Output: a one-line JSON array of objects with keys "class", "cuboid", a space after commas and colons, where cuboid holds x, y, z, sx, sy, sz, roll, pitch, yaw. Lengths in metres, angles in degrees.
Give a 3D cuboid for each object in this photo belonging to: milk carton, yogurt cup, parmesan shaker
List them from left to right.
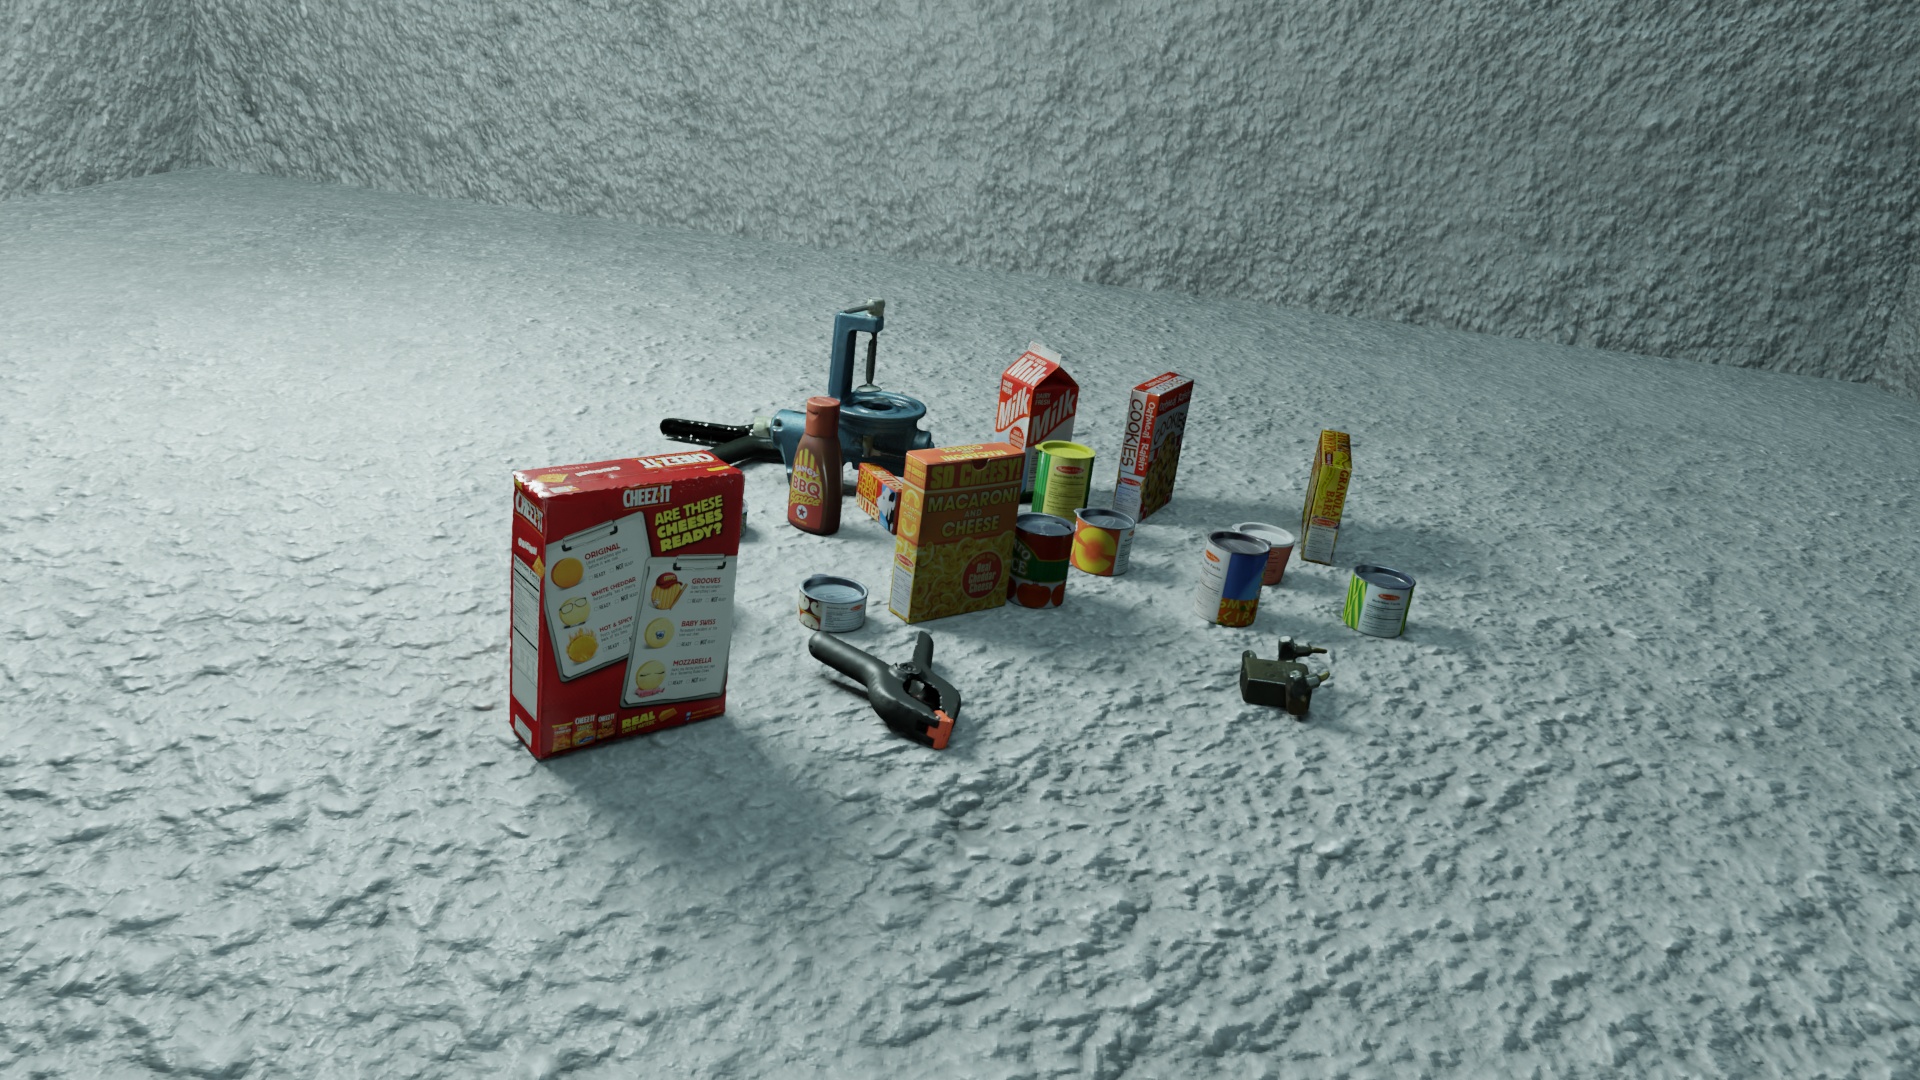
[{"class": "milk carton", "cuboid": [0.093, -0.149, 1.738, 0.073, 0.189, 0.072, -6, 24, -32]}, {"class": "parmesan shaker", "cuboid": [0.116, -0.059, 1.633, 0.071, 0.102, 0.071, 7, 20, -2]}, {"class": "yogurt cup", "cuboid": [0.343, 0.016, 1.583, 0.072, 0.053, 0.072, 7, 20, -2]}]

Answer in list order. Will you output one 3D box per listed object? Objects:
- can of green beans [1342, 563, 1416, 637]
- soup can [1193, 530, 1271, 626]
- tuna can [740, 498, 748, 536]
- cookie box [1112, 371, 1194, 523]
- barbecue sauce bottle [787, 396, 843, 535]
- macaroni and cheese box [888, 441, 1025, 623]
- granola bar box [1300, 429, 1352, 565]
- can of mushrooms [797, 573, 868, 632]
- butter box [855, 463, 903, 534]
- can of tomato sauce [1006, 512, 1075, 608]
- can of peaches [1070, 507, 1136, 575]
[{"class": "can of green beans", "cuboid": [0.448, 0.064, 1.486, 0.071, 0.057, 0.071, 7, 20, -2]}, {"class": "soup can", "cuboid": [0.287, 0.040, 1.459, 0.071, 0.083, 0.071, 7, 20, -2]}, {"class": "tuna can", "cuboid": [-0.263, -0.026, 1.514, 0.071, 0.032, 0.071, 7, 21, -2]}, {"class": "cookie box", "cuboid": [0.240, -0.119, 1.742, 0.040, 0.166, 0.123, 17, 22, 24]}, {"class": "barbecue sauce bottle", "cuboid": [-0.157, -0.084, 1.541, 0.065, 0.148, 0.044, 22, 24, 33]}, {"class": "macaroni and cheese box", "cuboid": [-0.002, -0.009, 1.371, 0.124, 0.165, 0.040, -9, 26, -37]}, {"class": "granola bar box", "cuboid": [0.449, -0.056, 1.710, 0.039, 0.123, 0.166, 11, 21, 11]}, {"class": "can of mushrooms", "cuboid": [-0.124, 0.060, 1.336, 0.071, 0.033, 0.071, 7, 21, -2]}, {"class": "butter box", "cuboid": [-0.089, -0.050, 1.609, 0.024, 0.053, 0.104, -4, 24, -29]}, {"class": "can of tomato sauce", "cuboid": [0.079, 0.020, 1.439, 0.071, 0.082, 0.071, 7, 20, -2]}, {"class": "can of peaches", "cuboid": [0.157, 0.001, 1.554, 0.071, 0.057, 0.071, 7, 20, -2]}]
